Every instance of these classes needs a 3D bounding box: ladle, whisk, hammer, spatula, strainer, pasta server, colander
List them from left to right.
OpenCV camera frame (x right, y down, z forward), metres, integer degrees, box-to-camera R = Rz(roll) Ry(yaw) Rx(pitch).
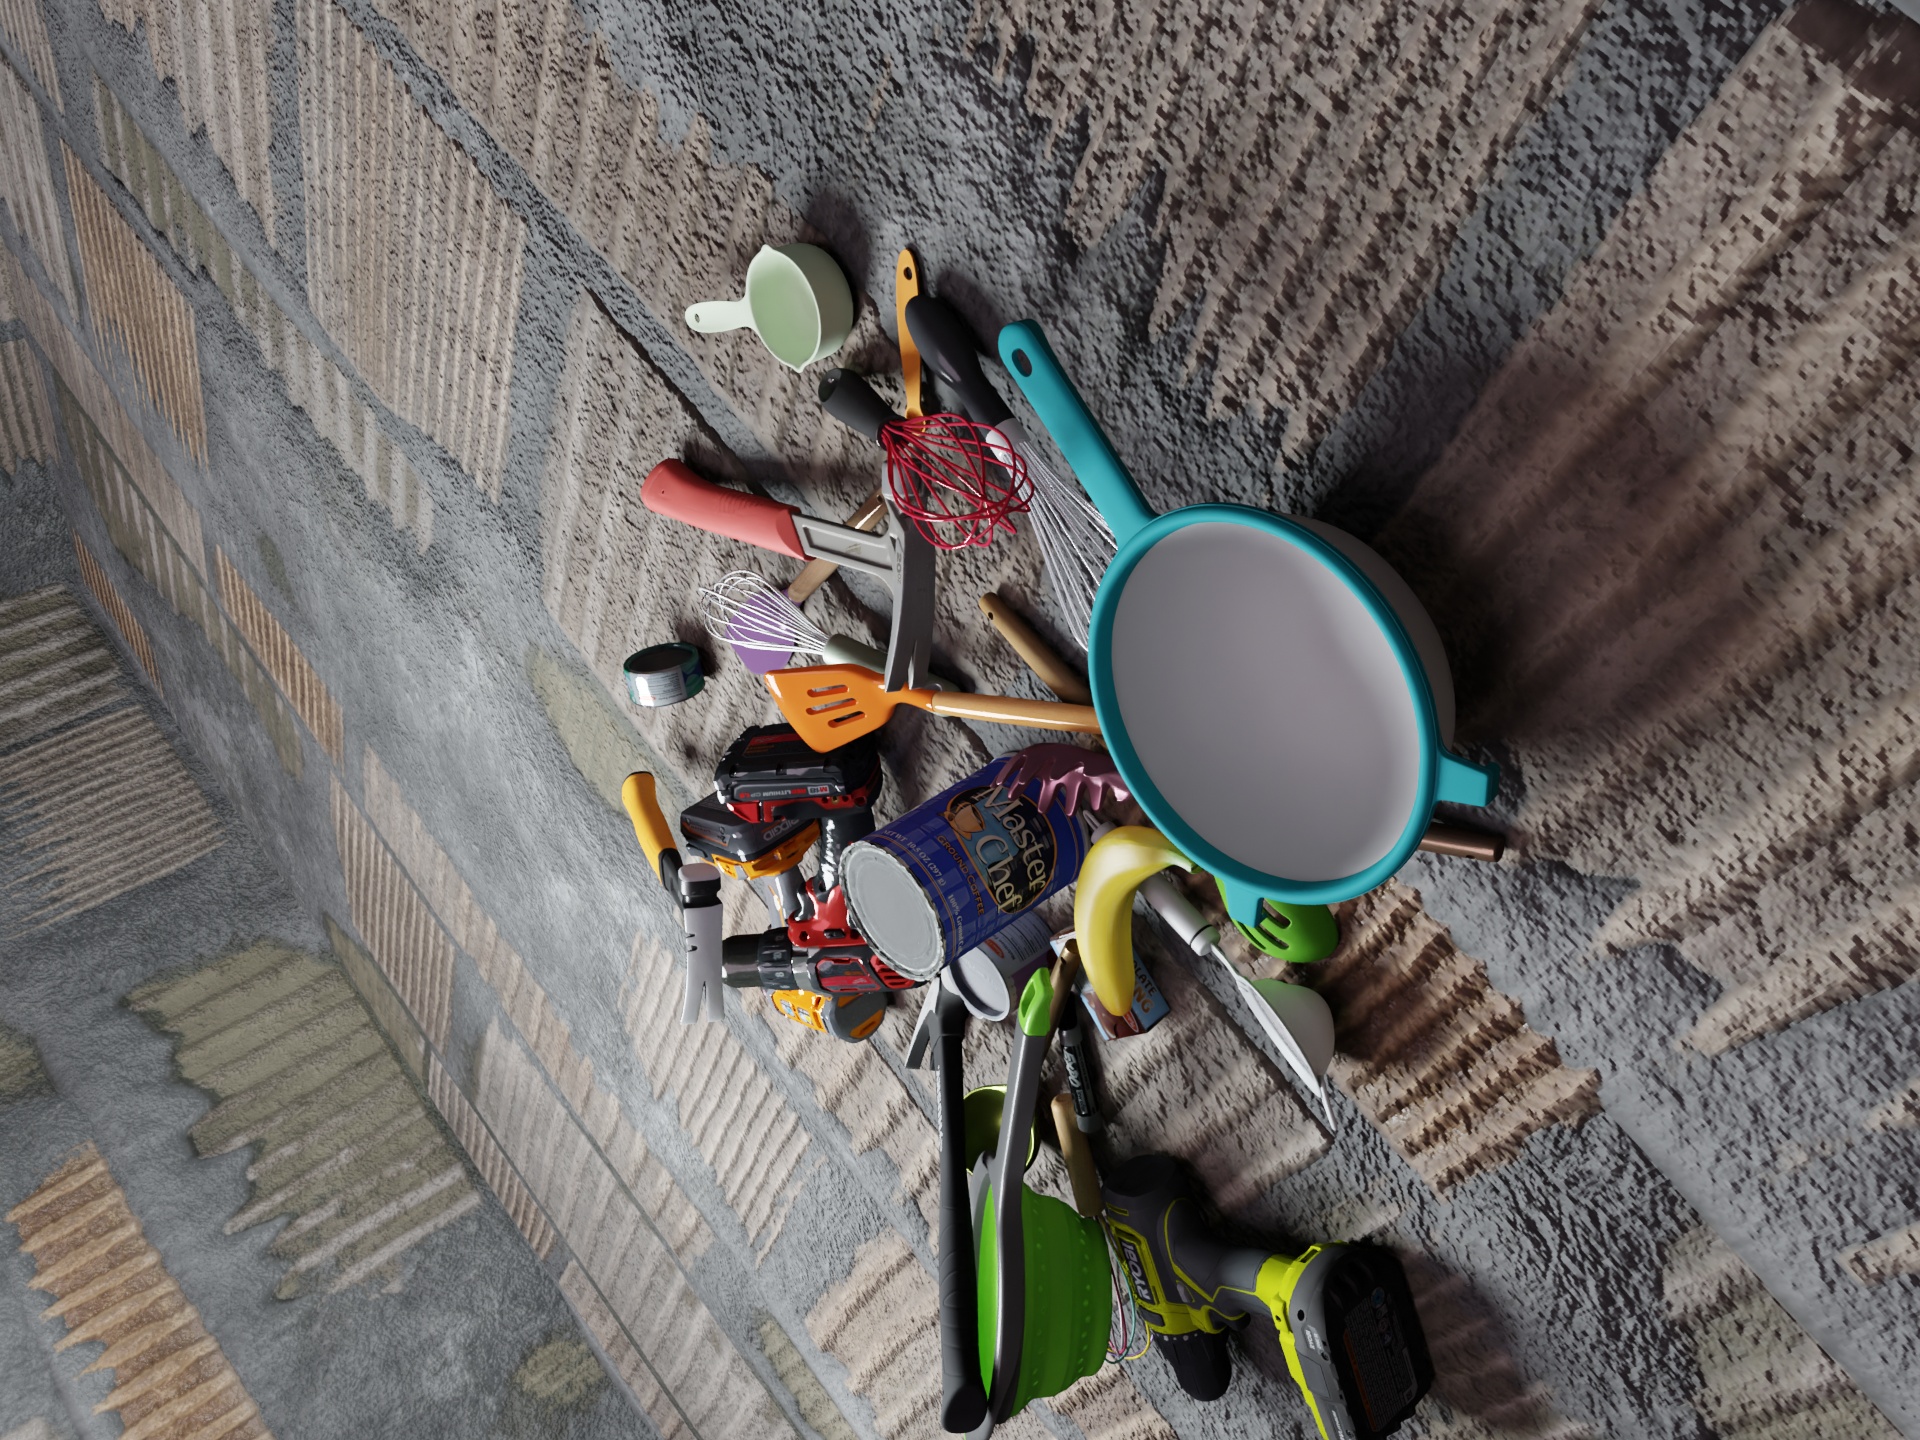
[{"bbox_3d":[-0.245,0.124,1.330,0.337,0.034,0.127,-137,46,-63],"label":"hammer"},{"bbox_3d":[-0.133,-0.130,1.140,0.359,0.036,0.149,21,113,50],"label":"hammer"},{"bbox_3d":[-0.112,-0.103,1.186,0.060,0.018,0.316,54,147,1],"label":"spatula"},{"bbox_3d":[-0.099,-0.055,1.167,0.246,0.058,0.059,25,174,29],"label":"whisk"},{"bbox_3d":[-0.032,-0.166,0.944,0.296,0.073,0.073,-132,30,-57],"label":"whisk"},{"bbox_3d":[-0.006,0.350,1.183,0.146,0.035,0.335,111,161,-49],"label":"hammer"},{"bbox_3d":[-0.002,-0.003,1.047,0.323,0.041,0.081,7,138,44],"label":"spatula"},{"bbox_3d":[0.046,0.254,1.178,0.078,0.062,0.320,46,149,25],"label":"ladle"},{"bbox_3d":[0.046,-0.139,0.929,0.285,0.070,0.070,58,146,13],"label":"whisk"},{"bbox_3d":[0.067,0.353,1.147,0.205,0.094,0.396,-100,15,-64],"label":"colander"},{"bbox_3d":[0.104,0.404,1.253,0.047,0.051,0.245,10,119,55],"label":"whisk"},{"bbox_3d":[0.160,0.141,0.993,0.259,0.050,0.086,47,172,29],"label":"strainer"},{"bbox_3d":[0.152,0.051,0.910,0.316,0.040,0.060,10,163,39],"label":"pasta server"},{"bbox_3d":[0.139,-0.073,0.822,0.340,0.095,0.211,59,143,9],"label":"strainer"}]

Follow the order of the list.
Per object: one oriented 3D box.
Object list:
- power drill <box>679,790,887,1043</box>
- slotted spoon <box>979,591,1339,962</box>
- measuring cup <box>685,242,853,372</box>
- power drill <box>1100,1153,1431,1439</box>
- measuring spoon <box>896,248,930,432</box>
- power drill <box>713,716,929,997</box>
[{"bbox_3d":[-0.160,0.166,1.390,0.164,0.084,0.226,7,122,52],"label":"power drill"},{"bbox_3d":[0.113,0.031,0.987,0.314,0.031,0.070,49,145,19],"label":"slotted spoon"},{"bbox_3d":[-0.130,-0.278,1.068,0.168,0.038,0.083,13,123,50],"label":"measuring cup"},{"bbox_3d":[0.205,0.416,1.103,0.228,0.080,0.190,1,114,55],"label":"power drill"},{"bbox_3d":[-0.028,-0.236,0.993,0.021,0.011,0.116,25,129,41],"label":"measuring spoon"},{"bbox_3d":[-0.129,0.119,1.250,0.188,0.080,0.226,-5,115,14],"label":"power drill"}]
